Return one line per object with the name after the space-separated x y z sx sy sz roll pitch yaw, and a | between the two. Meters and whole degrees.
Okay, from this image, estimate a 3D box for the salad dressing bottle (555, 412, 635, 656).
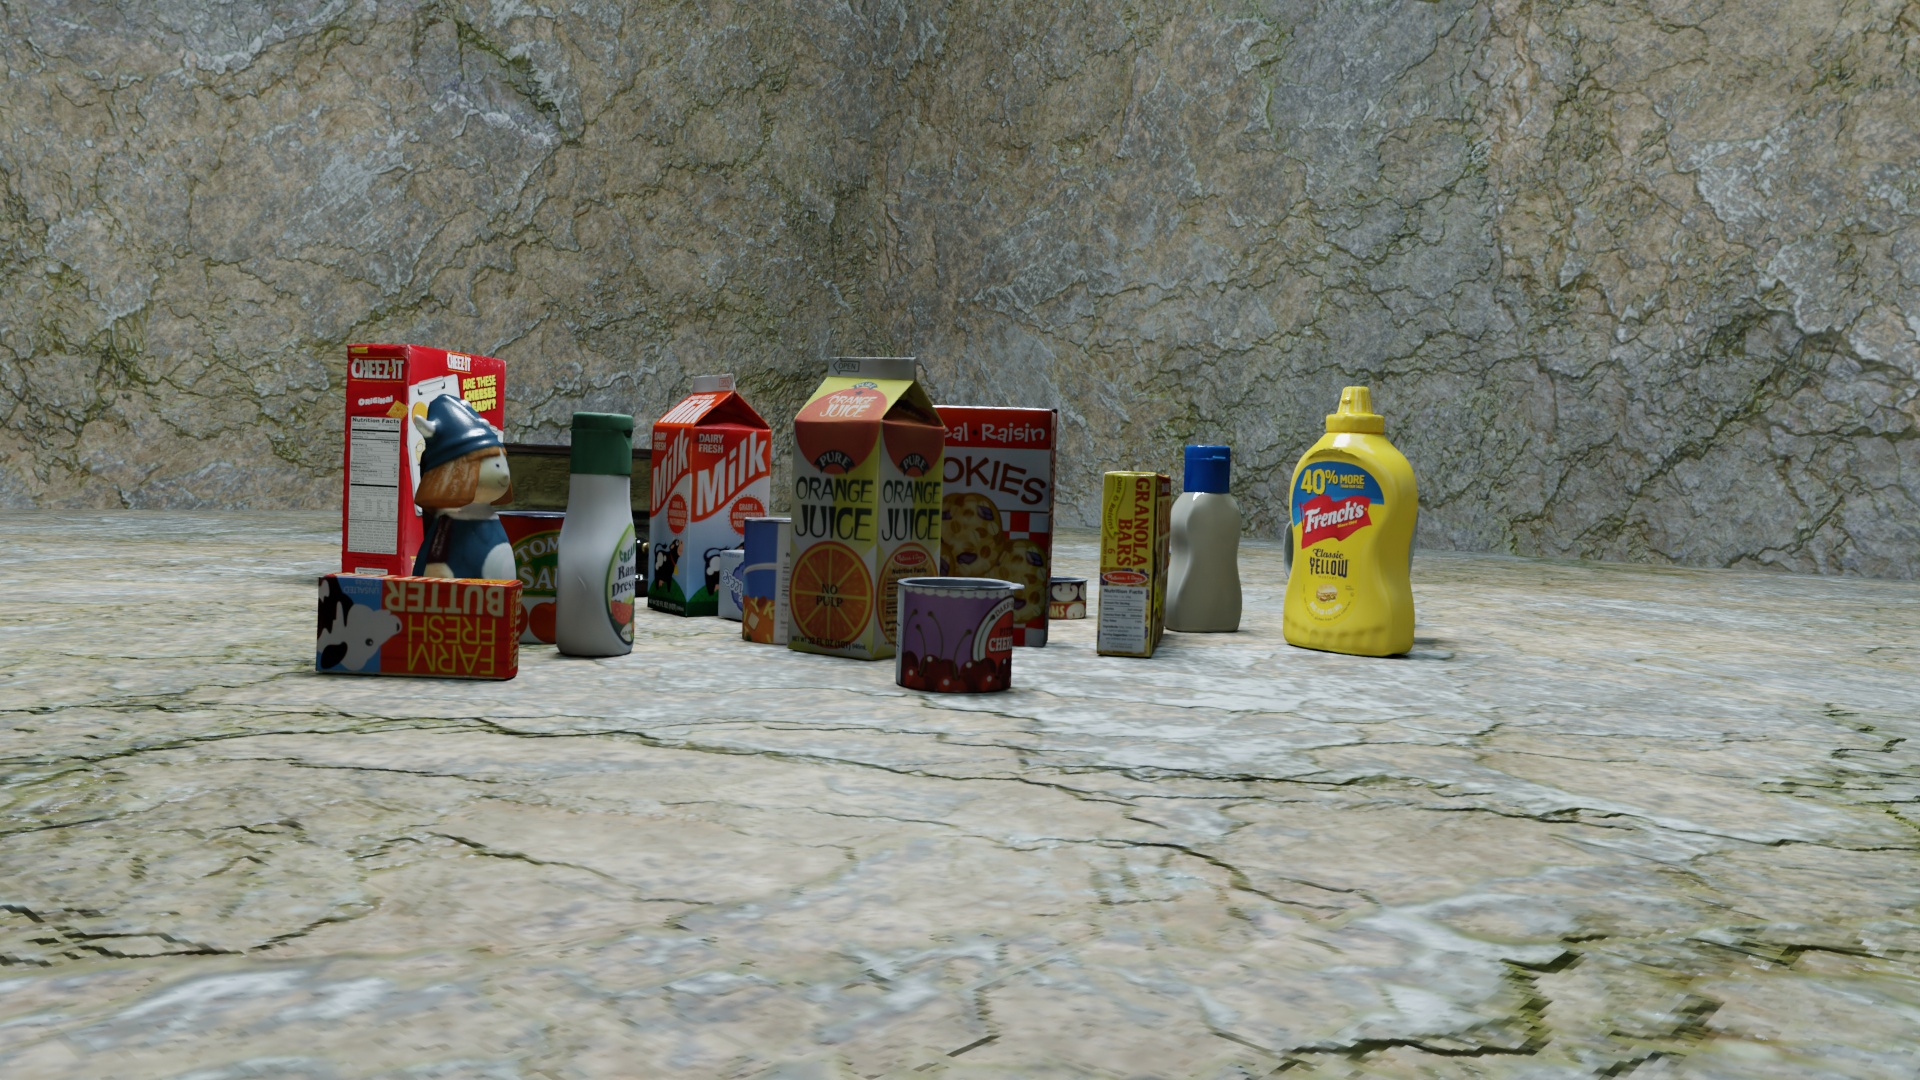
-0.222 -0.004 0.854 0.044 0.147 0.064 2 2 6 | salad dressing bottle

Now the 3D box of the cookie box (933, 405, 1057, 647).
0.004 -0.012 0.986 0.123 0.167 0.040 2 2 8 | cookie box

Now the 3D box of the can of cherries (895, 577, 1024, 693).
-0.001 0.052 0.776 0.071 0.058 0.071 2 2 0 | can of cherries

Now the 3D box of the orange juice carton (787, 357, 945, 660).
-0.061 -0.023 0.904 0.072 0.192 0.073 3 2 34 | orange juice carton

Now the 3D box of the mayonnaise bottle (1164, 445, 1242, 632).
0.195 -0.002 1.111 0.065 0.148 0.041 1 2 -20 | mayonnaise bottle

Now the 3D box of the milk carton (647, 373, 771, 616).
-0.201 -0.037 1.114 0.073 0.190 0.072 0 3 -38 | milk carton

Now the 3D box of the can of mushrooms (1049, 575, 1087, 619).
0.074 0.048 1.184 0.071 0.033 0.071 2 3 0 | can of mushrooms

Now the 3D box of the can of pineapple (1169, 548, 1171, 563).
0.175 0.037 1.241 0.071 0.058 0.071 2 2 0 | can of pineapple

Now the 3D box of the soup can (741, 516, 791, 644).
-0.118 0.026 0.958 0.071 0.083 0.071 2 2 0 | soup can

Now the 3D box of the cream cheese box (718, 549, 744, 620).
-0.145 0.037 1.042 0.024 0.053 0.104 0 3 -40 | cream cheese box

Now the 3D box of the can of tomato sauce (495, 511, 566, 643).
-0.274 0.023 0.911 0.071 0.083 0.071 2 2 0 | can of tomato sauce

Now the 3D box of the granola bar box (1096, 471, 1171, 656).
0.127 0.013 1.001 0.039 0.124 0.166 2 2 11 | granola bar box

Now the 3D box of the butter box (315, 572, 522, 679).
-0.288 0.046 0.743 0.103 0.053 0.024 2 2 0 | butter box
